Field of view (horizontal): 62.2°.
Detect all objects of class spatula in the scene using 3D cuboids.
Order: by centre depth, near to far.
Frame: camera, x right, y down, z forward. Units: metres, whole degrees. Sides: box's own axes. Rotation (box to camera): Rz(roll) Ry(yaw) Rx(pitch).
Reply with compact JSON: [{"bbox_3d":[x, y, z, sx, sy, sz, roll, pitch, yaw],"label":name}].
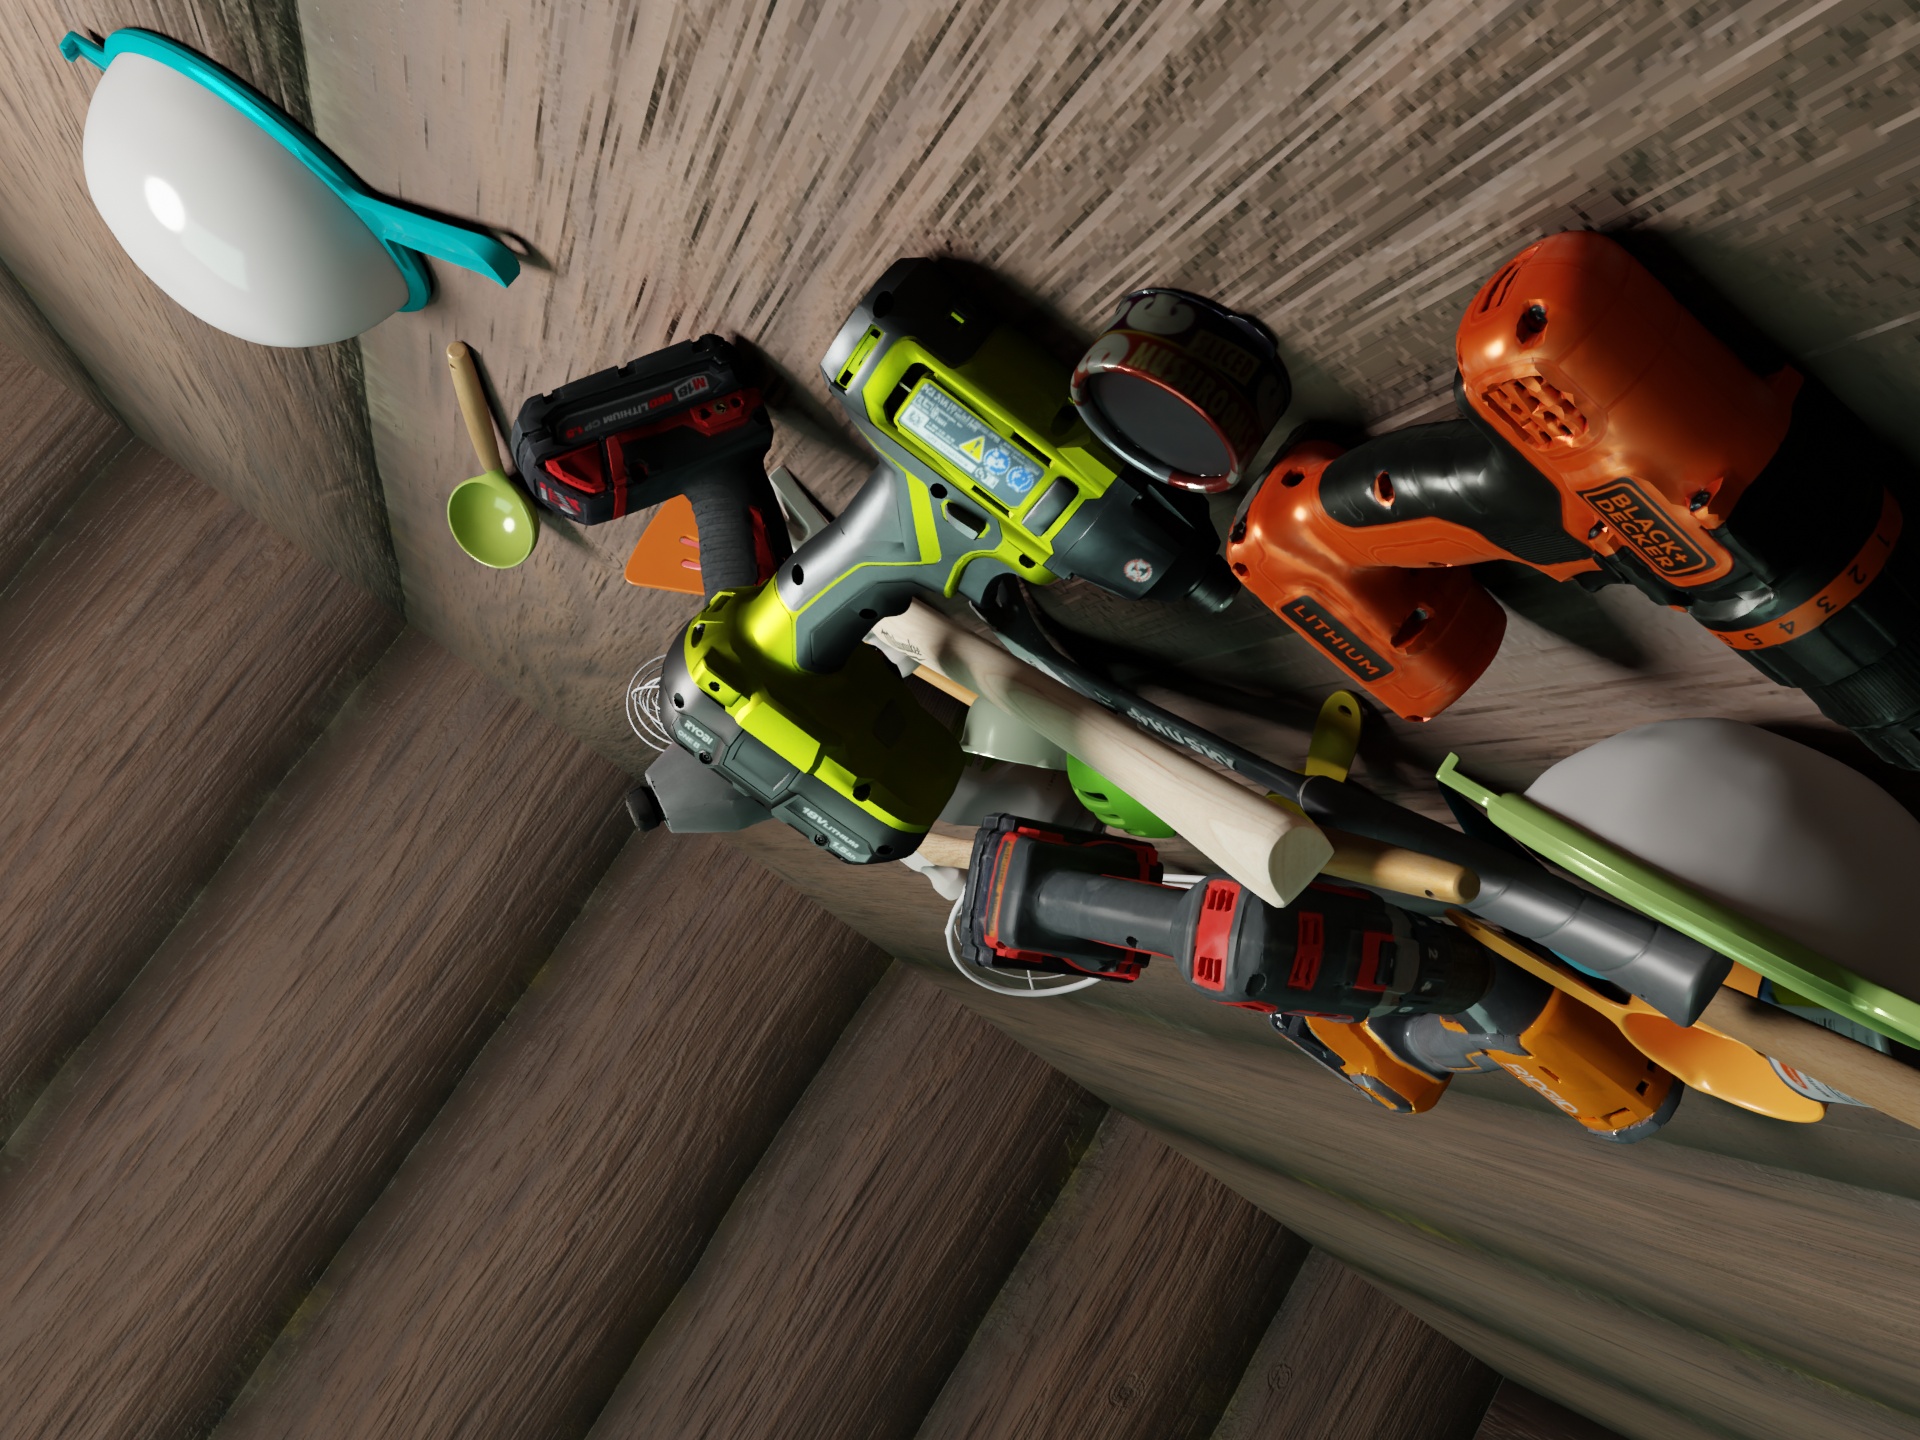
[{"bbox_3d":[0.288,0.097,0.584,0.082,0.044,0.318,36,178,-26],"label":"spatula"},{"bbox_3d":[-0.047,-0.045,0.978,0.322,0.081,0.041,30,153,-8],"label":"spatula"}]

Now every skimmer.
[{"bbox_3d":[0.139,0.120,0.901,0.127,0.090,0.363,40,153,-31],"label":"skimmer"}]

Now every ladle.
[{"bbox_3d":[-0.352,-0.189,1.158,0.078,0.062,0.320,33,164,-1],"label":"ladle"}]

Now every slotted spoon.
[{"bbox_3d":[0.122,0.046,0.705,0.070,0.031,0.314,42,170,-19],"label":"slotted spoon"}]

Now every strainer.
[{"bbox_3d":[0.269,0.052,0.464,0.151,0.069,0.256,24,-173,-22],"label":"strainer"},{"bbox_3d":[-0.373,-0.258,0.879,0.341,0.095,0.210,26,164,34],"label":"strainer"}]

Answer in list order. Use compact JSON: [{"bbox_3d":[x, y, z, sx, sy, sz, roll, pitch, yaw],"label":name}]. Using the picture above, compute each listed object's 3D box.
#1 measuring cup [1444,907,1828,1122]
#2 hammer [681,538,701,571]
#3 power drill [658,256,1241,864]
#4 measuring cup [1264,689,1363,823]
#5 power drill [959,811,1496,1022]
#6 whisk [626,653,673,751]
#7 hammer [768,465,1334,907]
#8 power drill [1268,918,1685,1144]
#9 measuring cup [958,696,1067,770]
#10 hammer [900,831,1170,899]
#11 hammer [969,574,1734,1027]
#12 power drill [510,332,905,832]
[{"bbox_3d":[0.307,0.111,0.710,0.174,0.052,0.095,30,166,23],"label":"measuring cup"},{"bbox_3d":[-0.055,-0.007,1.146,0.386,0.038,0.143,40,166,-25],"label":"hammer"},{"bbox_3d":[-0.011,-0.047,0.633,0.171,0.080,0.223,37,128,-6],"label":"power drill"},{"bbox_3d":[0.181,0.023,0.764,0.062,0.029,0.156,37,156,22],"label":"measuring cup"},{"bbox_3d":[0.129,0.103,0.782,0.187,0.080,0.227,13,174,-37],"label":"power drill"},{"bbox_3d":[-0.081,0.007,1.067,0.284,0.070,0.070,11,168,-8],"label":"whisk"},{"bbox_3d":[0.021,-0.021,0.752,0.146,0.038,0.411,50,171,-35],"label":"hammer"},{"bbox_3d":[0.277,0.168,0.918,0.164,0.084,0.226,37,162,-12],"label":"power drill"},{"bbox_3d":[-0.001,-0.003,0.917,0.167,0.038,0.083,12,-179,-19],"label":"measuring cup"},{"bbox_3d":[0.034,0.101,1.154,0.130,0.031,0.331,41,161,-26],"label":"hammer"},{"bbox_3d":[0.146,0.026,0.698,0.409,0.036,0.149,30,166,51],"label":"hammer"},{"bbox_3d":[-0.124,-0.057,0.758,0.220,0.143,0.078,65,166,1],"label":"power drill"}]
